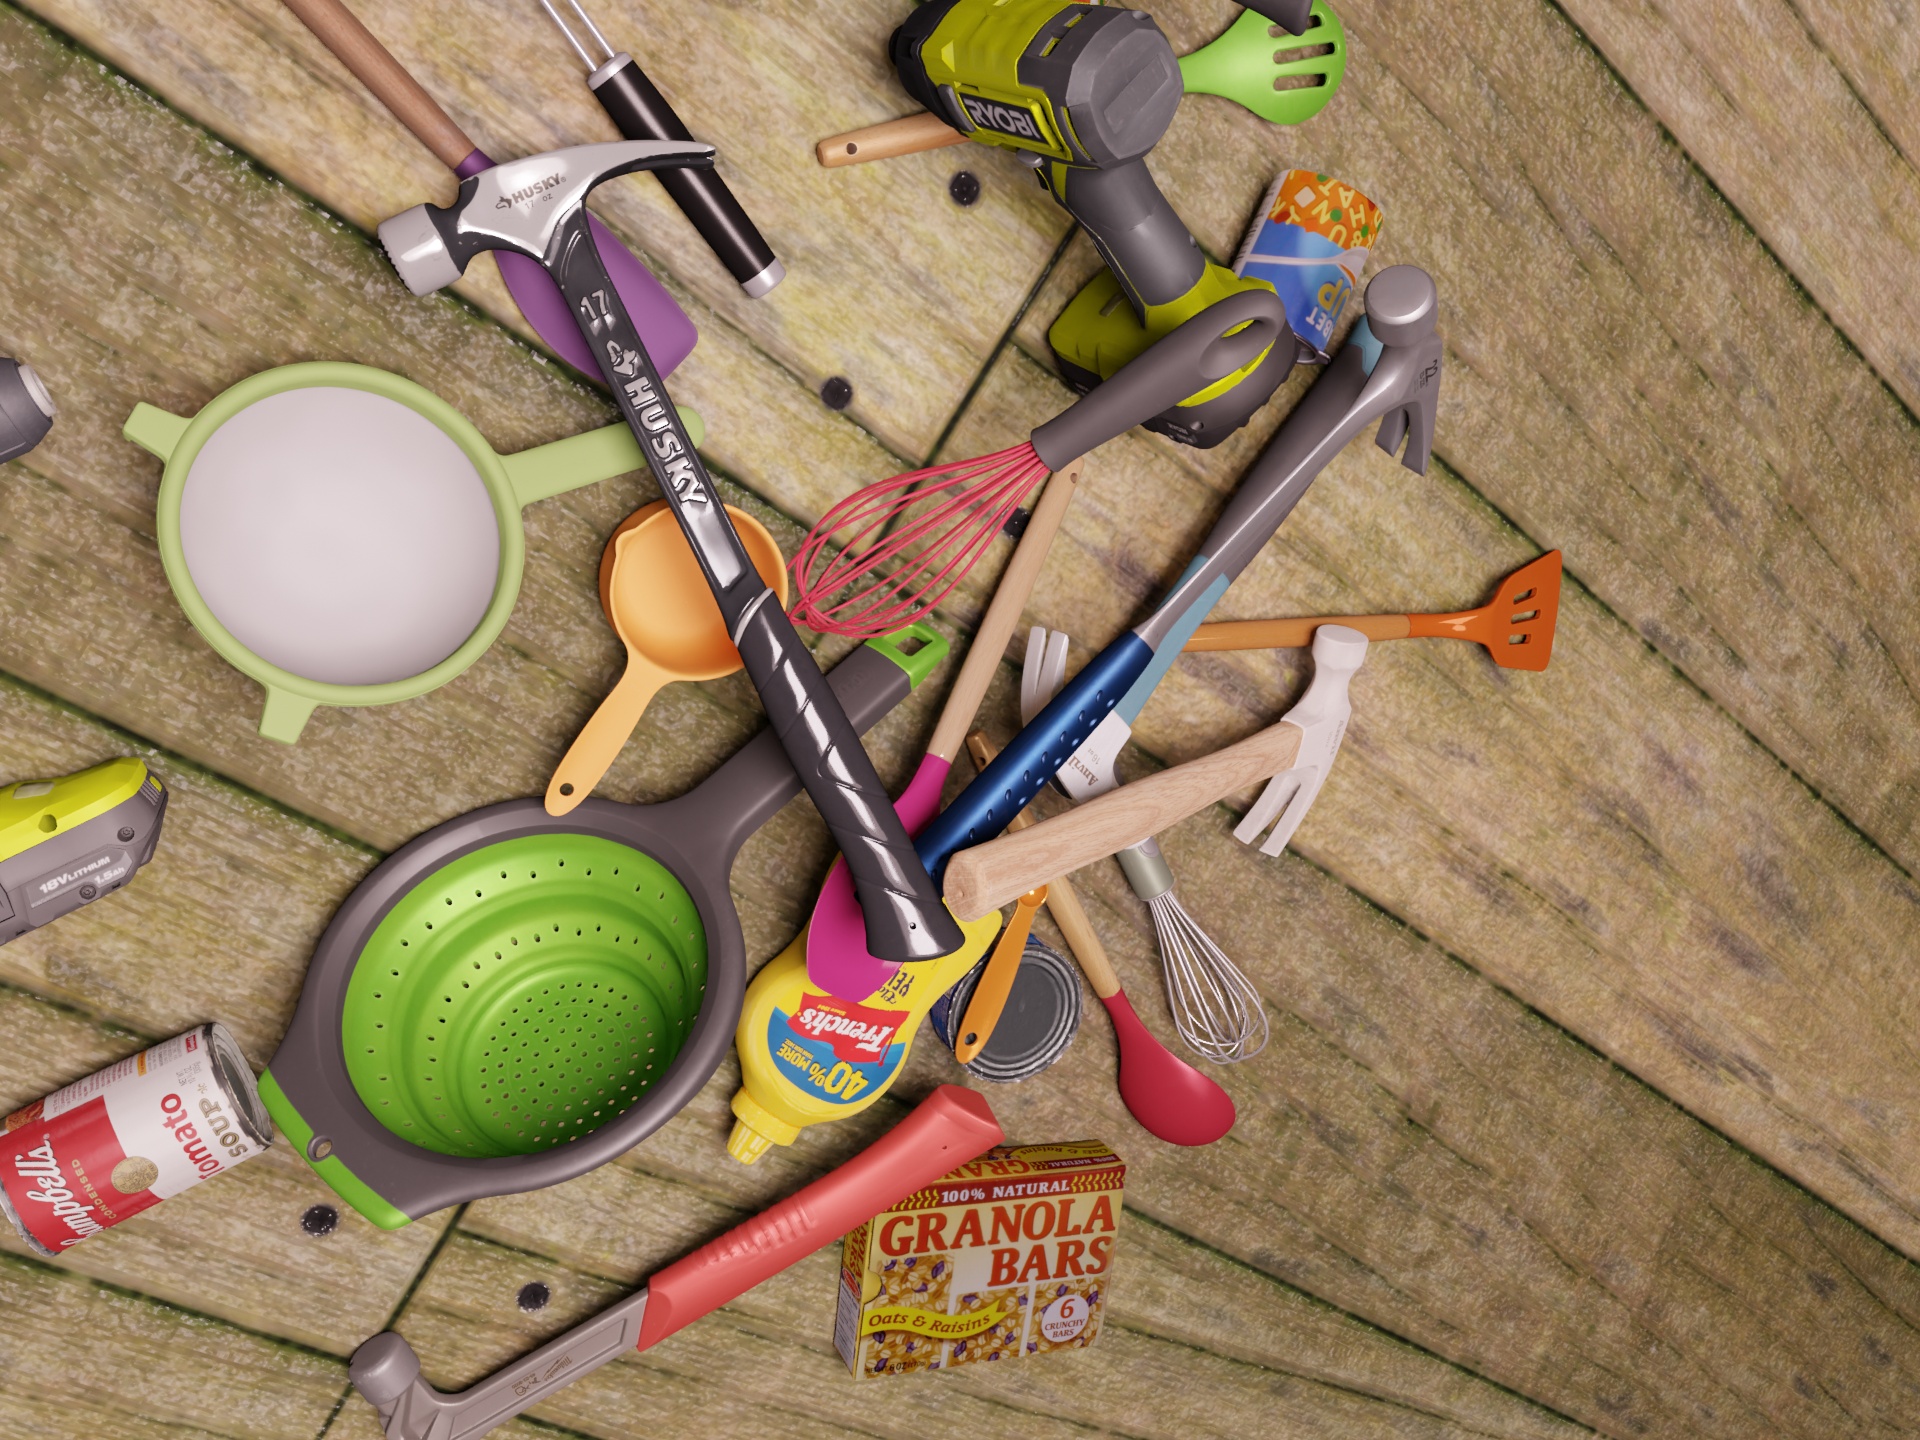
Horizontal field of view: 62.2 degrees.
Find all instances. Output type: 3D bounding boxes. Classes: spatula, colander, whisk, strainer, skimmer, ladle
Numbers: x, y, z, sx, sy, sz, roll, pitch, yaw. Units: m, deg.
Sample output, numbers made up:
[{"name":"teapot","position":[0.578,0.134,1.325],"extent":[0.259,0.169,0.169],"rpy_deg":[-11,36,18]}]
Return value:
[{"name":"spatula","position":[-0.242,-0.268,0.707],"extent":[0.060,0.018,0.315],"rpy_deg":[-47,117,-5]},{"name":"colander","position":[-0.145,0.094,0.799],"extent":[0.397,0.205,0.094],"rpy_deg":[-43,151,-25]},{"name":"spatula","position":[0.244,-0.058,0.971],"extent":[0.322,0.041,0.081],"rpy_deg":[-4,106,-18]},{"name":"whisk","position":[0.120,0.106,0.946],"extent":[0.246,0.059,0.058],"rpy_deg":[62,35,-19]},{"name":"strainer","position":[-0.238,-0.097,0.736],"extent":[0.256,0.069,0.151],"rpy_deg":[-26,96,-34]},{"name":"whisk","position":[0.026,-0.119,0.762],"extent":[0.296,0.073,0.073],"rpy_deg":[-29,120,27]},{"name":"skimmer","position":[-0.192,-0.324,0.673],"extent":[0.127,0.090,0.363],"rpy_deg":[-32,118,12]},{"name":"ladle","position":[0.079,0.138,0.938],"extent":[0.315,0.069,0.031],"rpy_deg":[62,34,-19]}]

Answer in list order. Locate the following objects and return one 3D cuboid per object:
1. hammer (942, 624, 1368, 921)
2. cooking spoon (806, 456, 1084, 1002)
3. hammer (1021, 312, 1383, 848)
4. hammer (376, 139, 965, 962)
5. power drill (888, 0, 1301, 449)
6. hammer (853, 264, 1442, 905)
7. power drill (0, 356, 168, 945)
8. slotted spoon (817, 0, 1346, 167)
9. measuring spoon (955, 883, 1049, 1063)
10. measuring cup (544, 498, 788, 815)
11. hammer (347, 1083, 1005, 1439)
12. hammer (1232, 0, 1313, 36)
[{"name":"hammer","position":[0.112,0.042,0.847],"extent":[0.331,0.031,0.130],"rpy_deg":[-19,127,-44]},{"name":"cooking spoon","position":[-0.001,-0.003,0.841],"extent":[0.068,0.017,0.319],"rpy_deg":[32,76,-34]},{"name":"hammer","position":[0.150,-0.094,0.893],"extent":[0.128,0.033,0.331],"rpy_deg":[44,77,-30]},{"name":"hammer","position":[-0.100,-0.068,0.730],"extent":[0.149,0.036,0.409],"rpy_deg":[-28,99,-7]},{"name":"power drill","position":[0.062,-0.243,0.757],"extent":[0.080,0.171,0.223],"rpy_deg":[-48,135,-7]},{"name":"hammer","position":[0.102,-0.044,0.808],"extent":[0.405,0.035,0.144],"rpy_deg":[-46,152,-2]},{"name":"power drill","position":[-0.431,-0.024,0.657],"extent":[0.190,0.080,0.228],"rpy_deg":[-27,110,-15]},{"name":"slotted spoon","position":[0.074,-0.324,0.825],"extent":[0.313,0.031,0.070],"rpy_deg":[-18,111,-17]},{"name":"measuring spoon","position":[0.021,0.139,0.892],"extent":[0.021,0.011,0.117],"rpy_deg":[18,99,-27]},{"name":"measuring cup","position":[-0.158,-0.032,0.786],"extent":[0.095,0.052,0.173],"rpy_deg":[34,91,-27]},{"name":"hammer","position":[-0.135,0.312,0.867],"extent":[0.359,0.037,0.149],"rpy_deg":[-29,113,-5]},{"name":"hammer","position":[-0.002,-0.368,0.674],"extent":[0.335,0.035,0.146],"rpy_deg":[27,84,7]}]
